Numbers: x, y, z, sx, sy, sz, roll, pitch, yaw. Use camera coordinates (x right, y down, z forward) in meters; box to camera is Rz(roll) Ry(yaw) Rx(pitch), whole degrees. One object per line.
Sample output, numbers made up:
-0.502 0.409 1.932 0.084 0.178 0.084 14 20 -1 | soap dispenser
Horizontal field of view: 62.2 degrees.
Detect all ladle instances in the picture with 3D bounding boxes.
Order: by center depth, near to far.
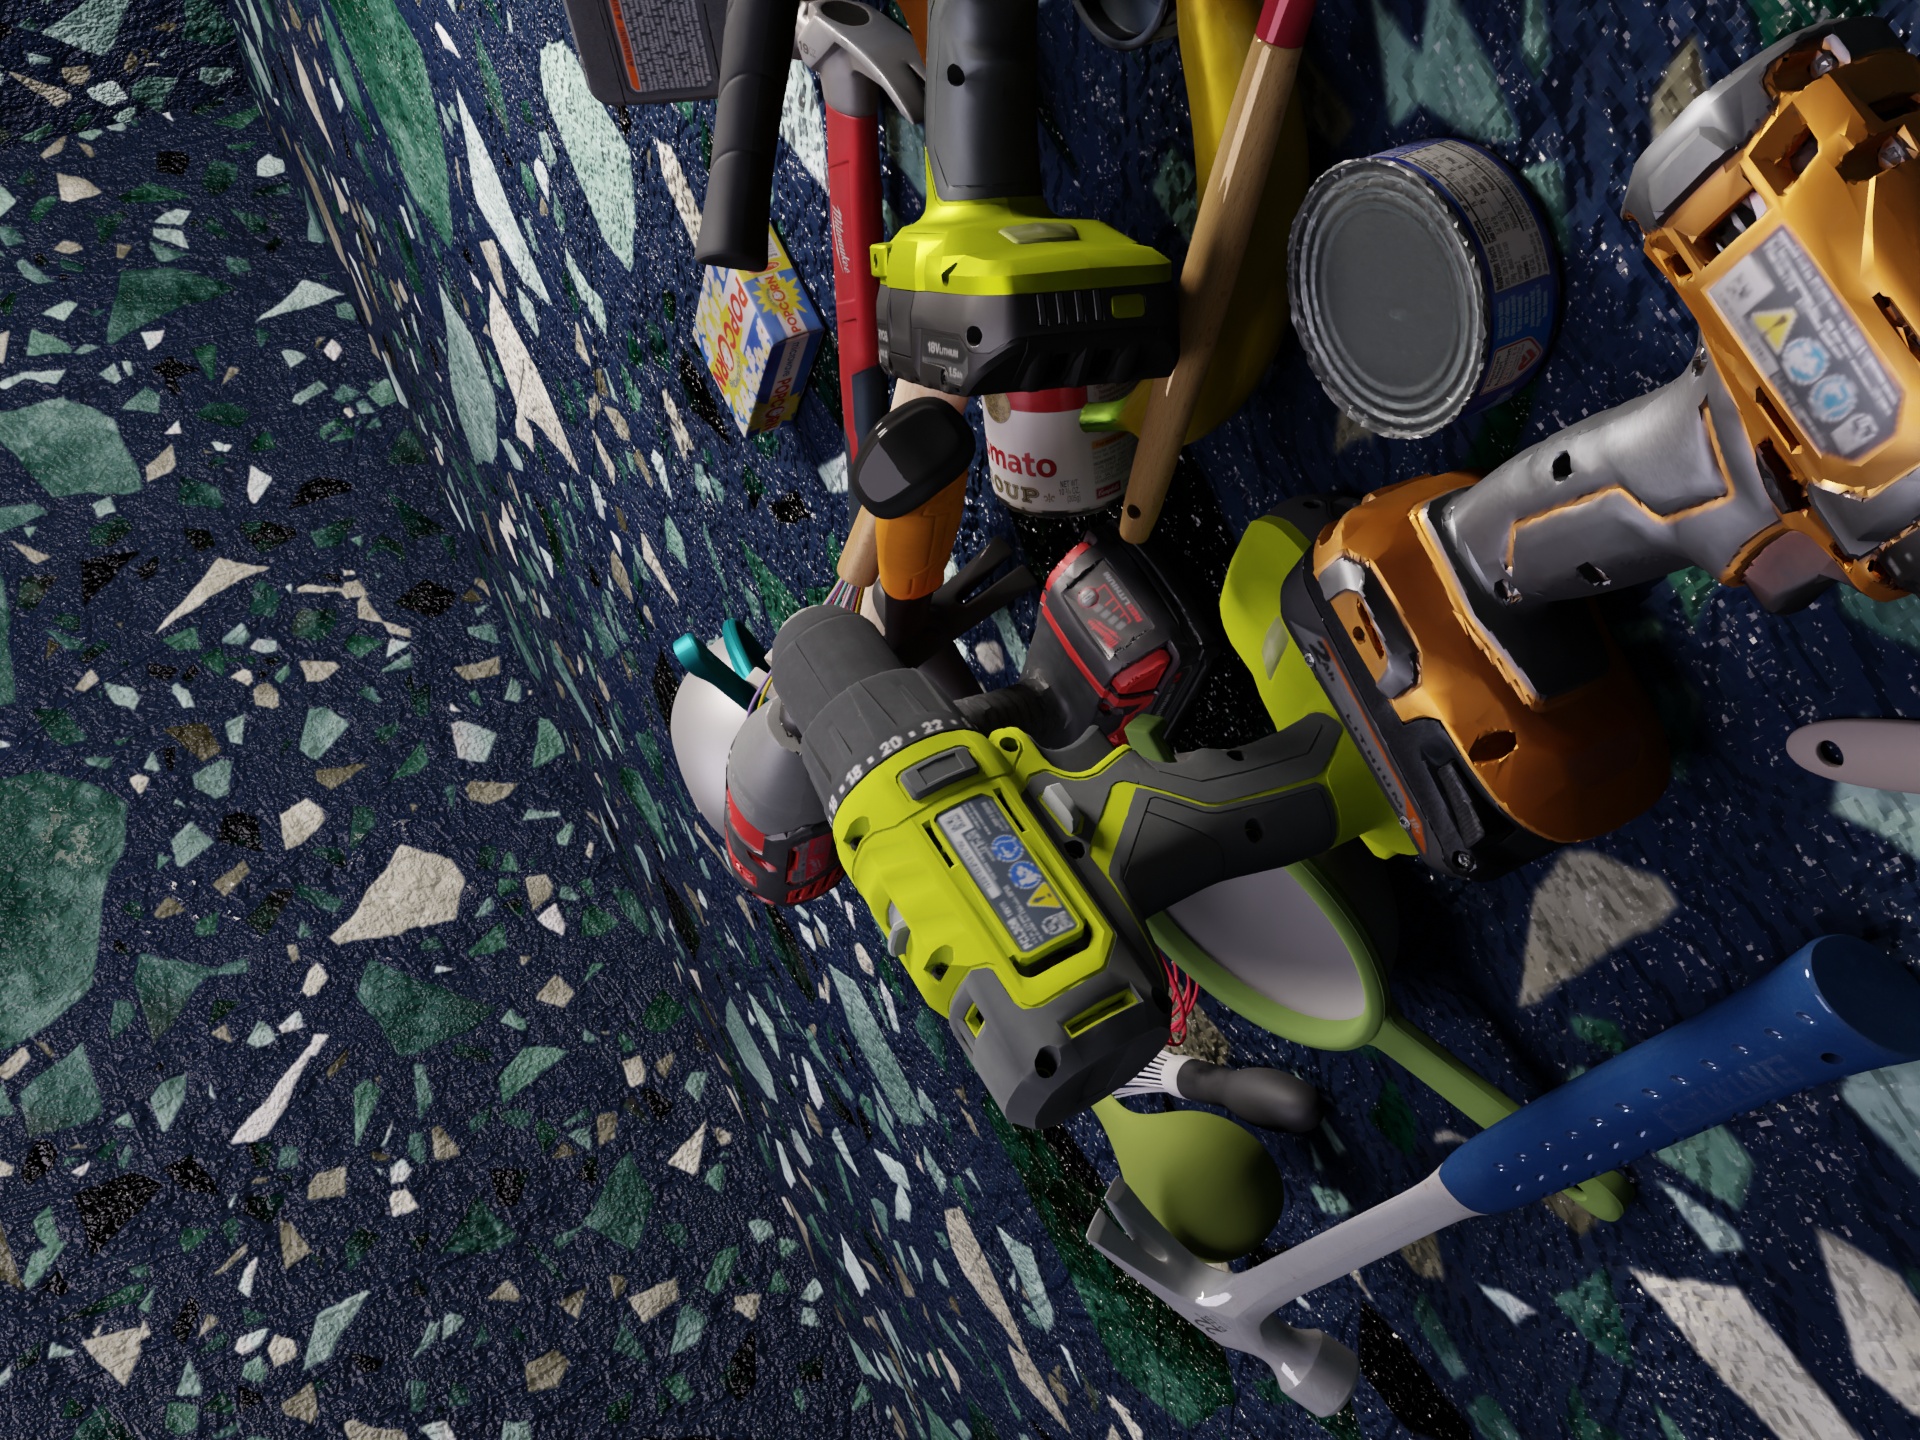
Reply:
0.091 -0.183 0.490 0.069 0.031 0.315 34 136 22 | ladle
0.065 0.174 0.876 0.320 0.062 0.078 46 133 53 | ladle

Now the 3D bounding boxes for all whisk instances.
-0.058 -0.059 0.845 0.047 0.051 0.244 51 134 28 | whisk
0.037 0.044 0.846 0.296 0.073 0.073 57 158 9 | whisk
0.107 0.193 0.887 0.285 0.070 0.070 -8 105 63 | whisk

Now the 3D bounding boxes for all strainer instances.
0.167 0.090 0.639 0.256 0.069 0.151 38 156 18 | strainer
-0.165 0.019 1.125 0.211 0.095 0.340 59 -178 18 | strainer

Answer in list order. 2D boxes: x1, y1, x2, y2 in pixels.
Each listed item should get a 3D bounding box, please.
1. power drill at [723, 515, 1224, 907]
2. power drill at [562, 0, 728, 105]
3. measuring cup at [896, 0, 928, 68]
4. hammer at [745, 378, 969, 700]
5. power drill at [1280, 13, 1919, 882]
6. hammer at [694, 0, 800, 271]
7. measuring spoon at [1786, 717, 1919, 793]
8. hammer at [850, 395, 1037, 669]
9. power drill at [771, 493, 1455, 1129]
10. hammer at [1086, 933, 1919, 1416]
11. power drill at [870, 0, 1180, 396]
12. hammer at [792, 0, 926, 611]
-0.001 -0.002 0.702 0.079 0.219 0.143 57 157 22 | power drill
-0.124 -0.371 0.708 0.164 0.084 0.227 83 -175 -53 | power drill
-0.019 -0.304 0.641 0.173 0.095 0.052 61 -164 -21 | measuring cup
-0.040 -0.109 0.879 0.146 0.038 0.410 29 145 10 | hammer
0.193 -0.029 0.408 0.185 0.084 0.226 63 154 14 | power drill
-0.056 -0.350 0.542 0.149 0.036 0.408 -109 27 -51 | hammer
0.254 0.014 0.391 0.124 0.018 0.034 10 121 66 | measuring spoon
-0.013 -0.070 0.677 0.034 0.127 0.337 53 173 5 | hammer
0.062 0.007 0.547 0.191 0.228 0.080 56 157 26 | power drill
0.179 0.175 0.596 0.144 0.035 0.405 34 142 2 | hammer
0.016 -0.223 0.511 0.171 0.080 0.223 -138 42 -65 | power drill
-0.045 -0.187 0.871 0.143 0.038 0.385 48 153 36 | hammer
